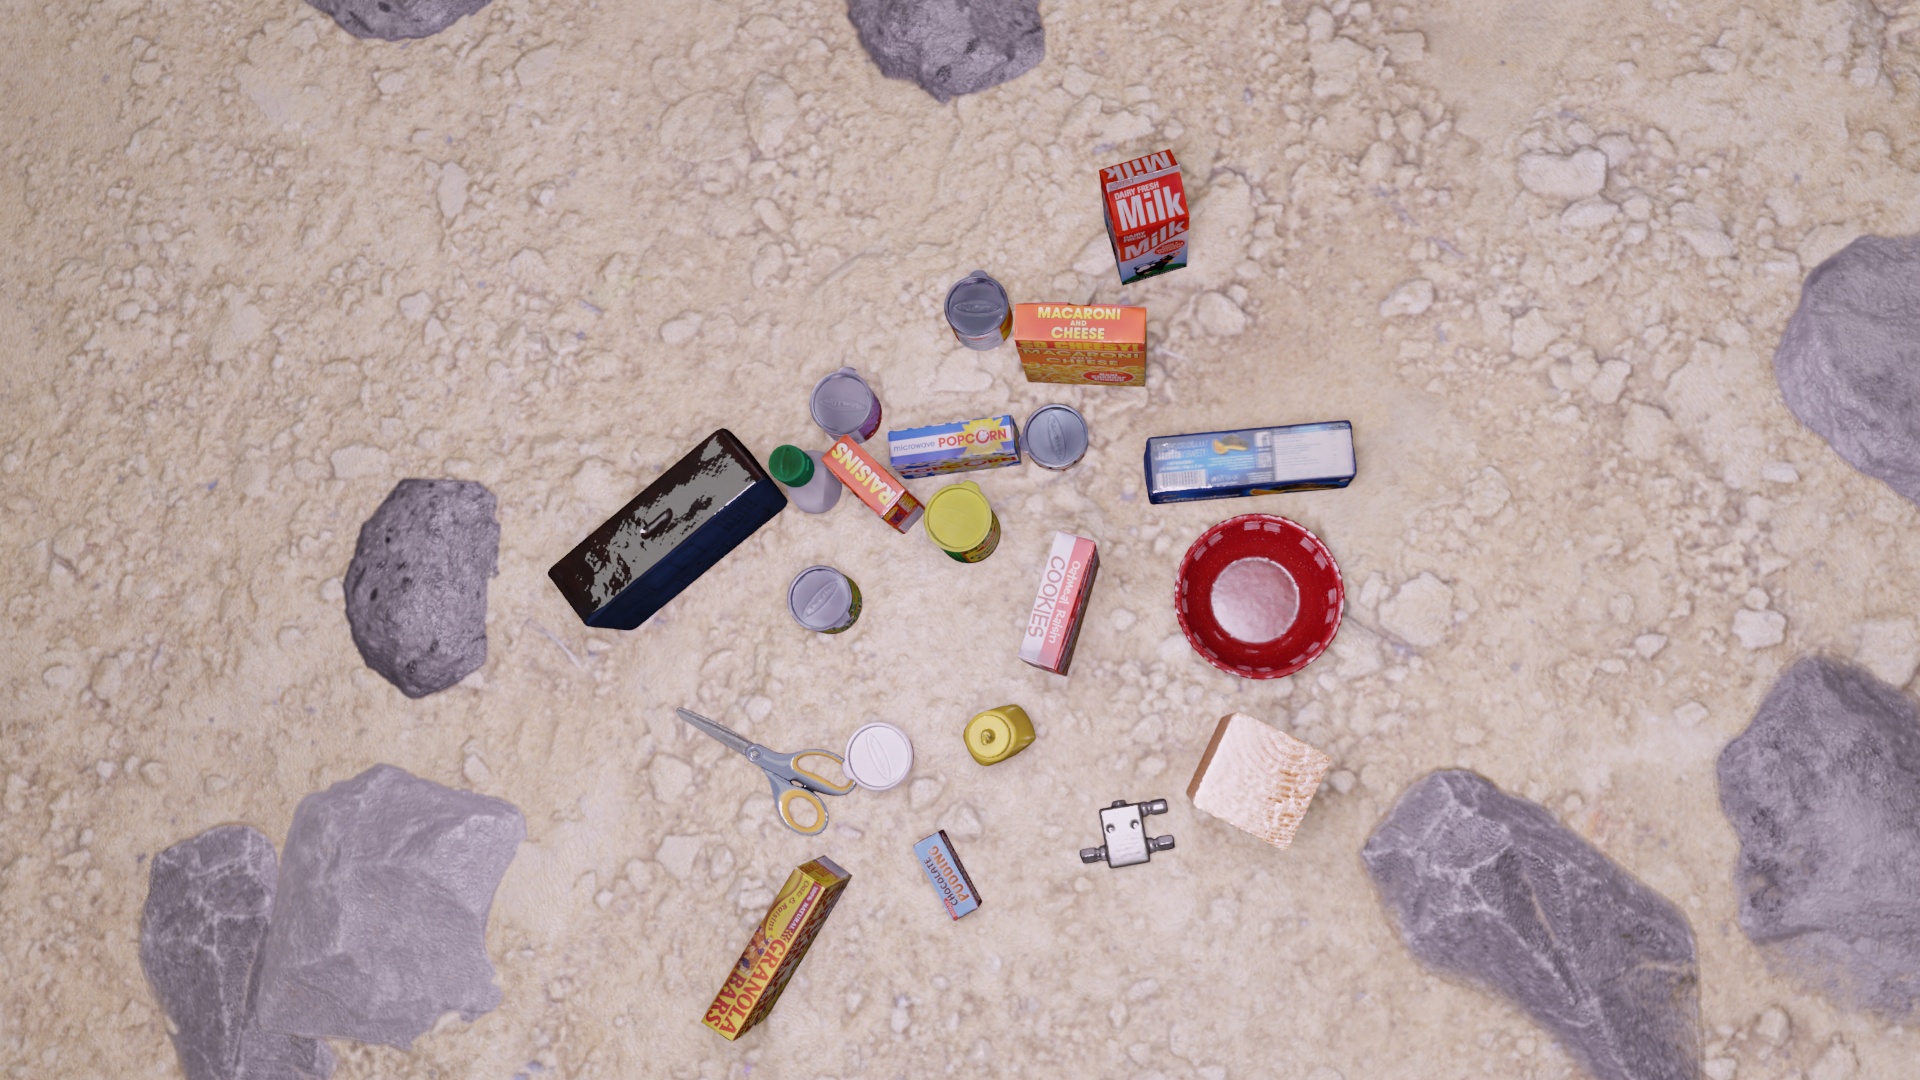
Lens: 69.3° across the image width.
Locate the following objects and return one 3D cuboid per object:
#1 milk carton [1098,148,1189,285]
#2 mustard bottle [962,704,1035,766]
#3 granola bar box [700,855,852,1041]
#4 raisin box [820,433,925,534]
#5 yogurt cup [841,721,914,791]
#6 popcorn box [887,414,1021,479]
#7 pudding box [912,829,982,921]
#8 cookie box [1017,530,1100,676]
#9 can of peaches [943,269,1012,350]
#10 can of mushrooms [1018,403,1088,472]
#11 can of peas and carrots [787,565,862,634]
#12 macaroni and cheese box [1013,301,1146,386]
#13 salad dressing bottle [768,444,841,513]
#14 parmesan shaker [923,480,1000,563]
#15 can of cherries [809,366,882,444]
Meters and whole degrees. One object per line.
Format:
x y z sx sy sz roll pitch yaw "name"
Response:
0.180 -0.321 1.361 0.072 0.190 0.073 -15 80 5 "milk carton"
0.033 0.185 1.319 0.065 0.160 0.049 -30 79 3 "mustard bottle"
-0.172 0.388 1.333 0.039 0.124 0.165 31 87 10 "granola bar box"
-0.086 -0.055 1.389 0.086 0.123 0.040 44 90 11 "raisin box"
-0.077 0.215 1.383 0.072 0.054 0.072 -1 82 7 "yogurt cup"
-0.005 -0.093 1.404 0.127 0.085 0.038 -7 81 6 "popcorn box"
-0.013 0.327 1.360 0.030 0.049 0.084 -30 79 2 "pudding box"
0.098 0.064 1.325 0.040 0.167 0.123 16 84 9 "cookie box"
0.020 -0.237 1.436 0.071 0.058 0.071 -1 82 7 "can of peaches"
0.096 -0.104 1.419 0.071 0.033 0.071 -1 82 7 "can of mushrooms"
-0.135 0.063 1.411 0.071 0.058 0.071 -1 82 7 "can of peas and carrots"
0.120 -0.191 1.361 0.124 0.166 0.040 3 83 8 "macaroni and cheese box"
-0.155 -0.065 1.387 0.044 0.147 0.064 2 82 8 "salad dressing bottle"
0.005 -0.017 1.382 0.071 0.103 0.071 -1 82 7 "parmesan shaker"
-0.117 -0.139 1.439 0.071 0.058 0.071 -1 82 7 "can of cherries"
